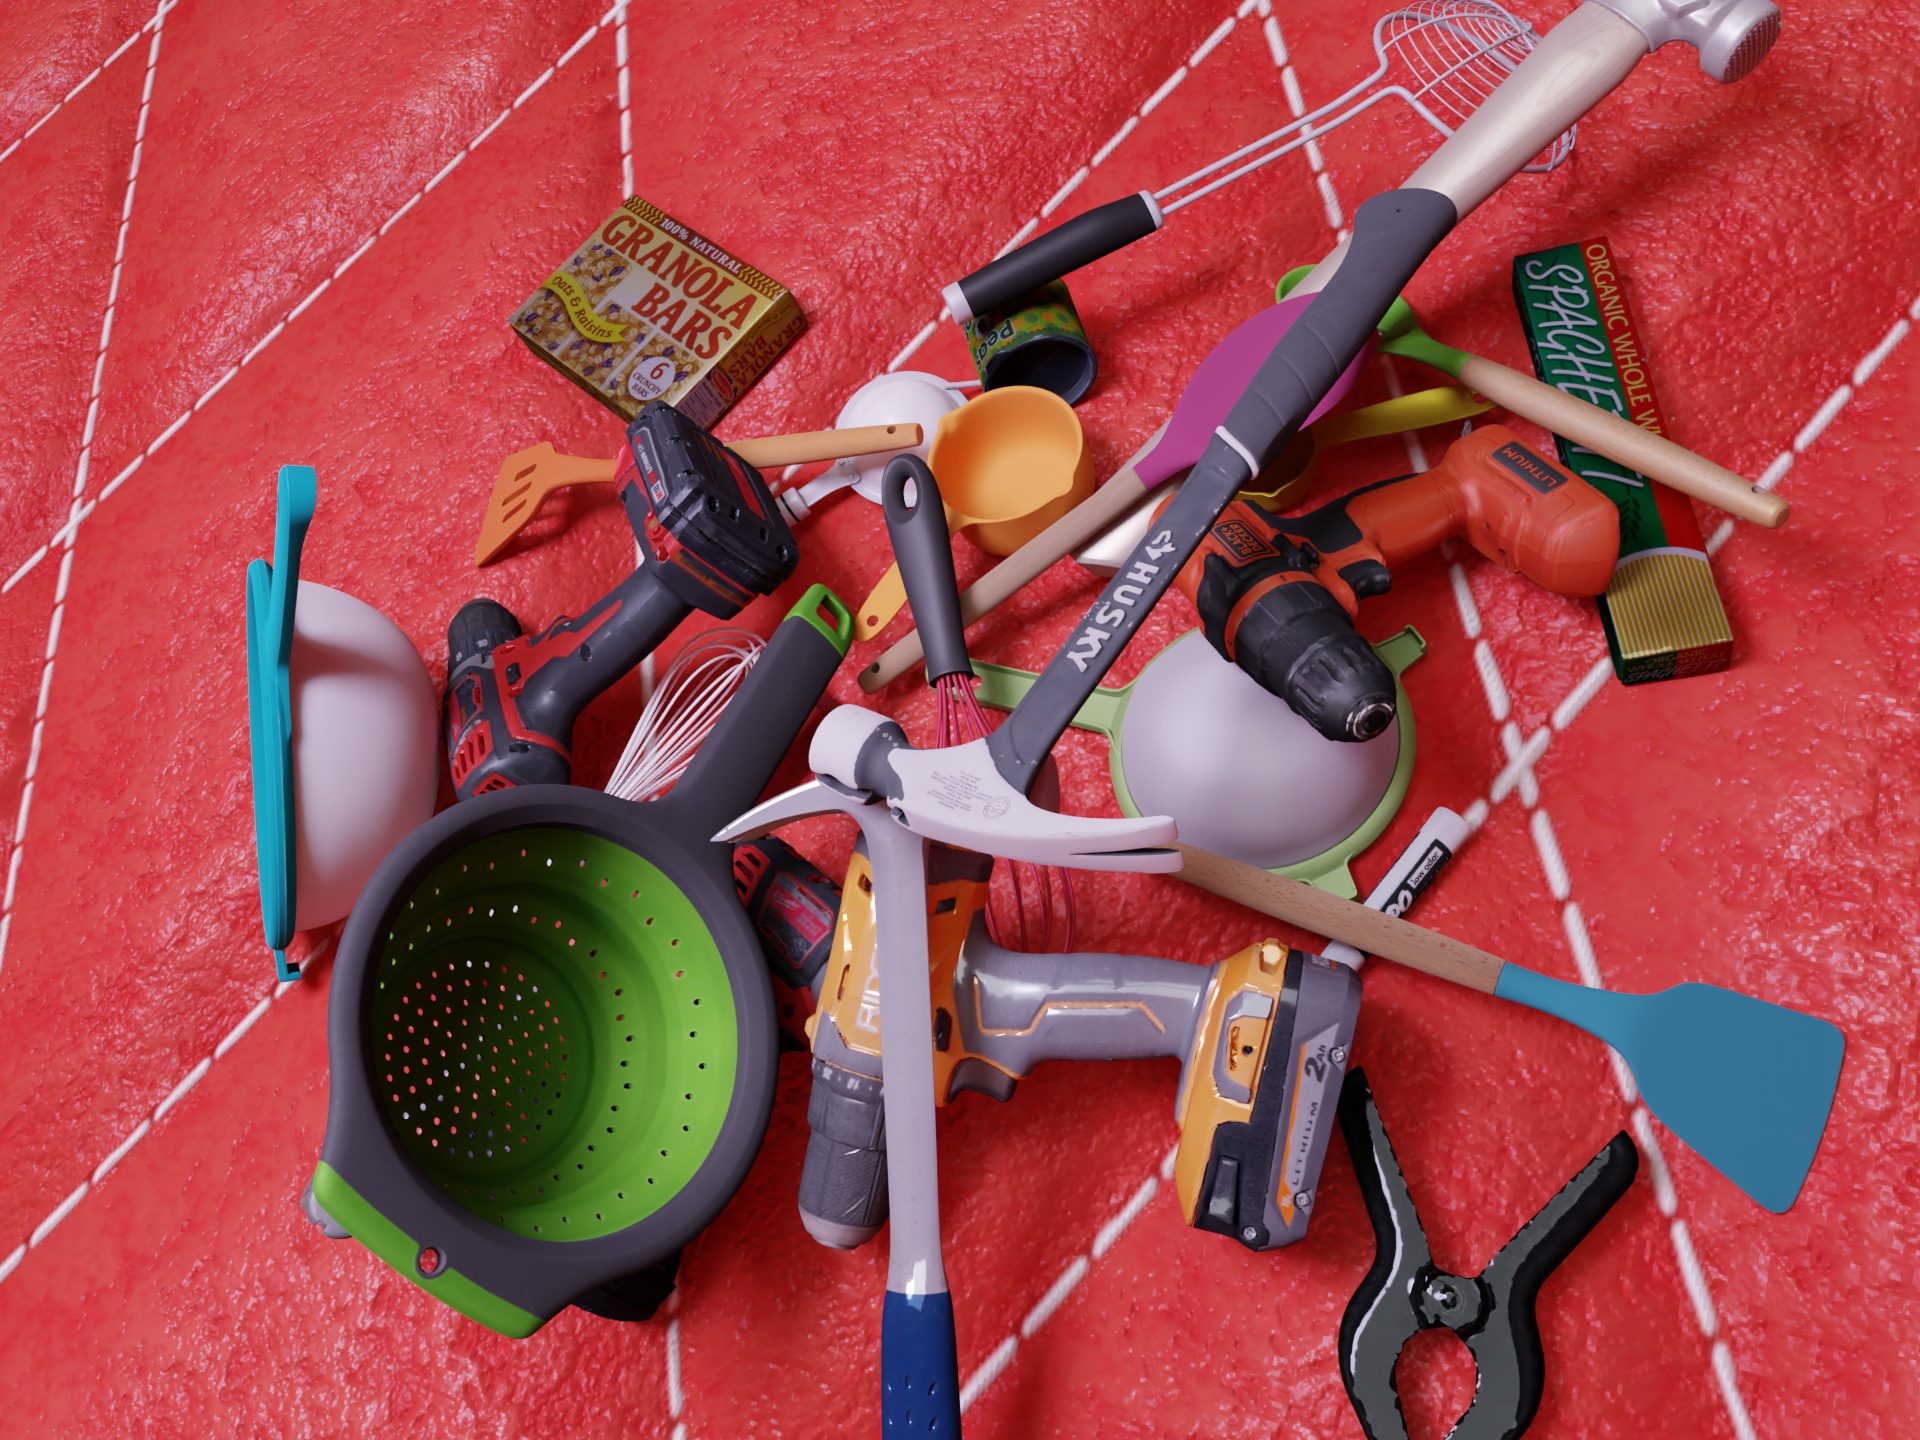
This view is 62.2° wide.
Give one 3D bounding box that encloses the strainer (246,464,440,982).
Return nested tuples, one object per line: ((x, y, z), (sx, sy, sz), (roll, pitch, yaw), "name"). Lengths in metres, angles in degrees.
((-0.315, -0.017, 0.827), (0.095, 0.340, 0.211), (-2, 59, -27), "strainer")

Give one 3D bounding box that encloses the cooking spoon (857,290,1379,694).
((0.072, -0.108, 0.812), (0.319, 0.017, 0.069), (-36, 63, 16), "cooking spoon")

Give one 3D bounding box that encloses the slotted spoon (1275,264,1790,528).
((0.268, -0.163, 0.782), (0.070, 0.031, 0.314), (-24, 41, -20), "slotted spoon")

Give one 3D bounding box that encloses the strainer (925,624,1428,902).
((0.092, -0.010, 0.783), (0.256, 0.069, 0.151), (13, 70, 23), "strainer")

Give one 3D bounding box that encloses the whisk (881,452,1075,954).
((-0.001, -0.003, 0.792), (0.073, 0.073, 0.296), (-16, 71, 11), "whisk")

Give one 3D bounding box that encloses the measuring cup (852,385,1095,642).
((0.005, -0.101, 0.871), (0.095, 0.052, 0.173), (34, 82, 30), "measuring cup")

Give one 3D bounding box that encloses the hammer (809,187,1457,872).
((0.112, -0.100, 0.672), (0.149, 0.036, 0.409), (21, 60, 30), "hammer")

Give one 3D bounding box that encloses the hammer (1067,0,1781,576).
((0.198, -0.235, 0.806), (0.410, 0.038, 0.146), (-44, 64, 11), "hammer")

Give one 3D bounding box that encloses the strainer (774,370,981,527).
((-0.089, -0.130, 0.927), (0.258, 0.050, 0.087), (-34, 73, 5), "strainer")

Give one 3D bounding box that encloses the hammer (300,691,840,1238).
((-0.193, 0.110, 0.819), (0.036, 0.149, 0.359), (44, 71, -7), "hammer")

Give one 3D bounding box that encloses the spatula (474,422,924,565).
((-0.166, -0.147, 0.941), (0.322, 0.041, 0.081), (-3, 65, 24), "spatula")

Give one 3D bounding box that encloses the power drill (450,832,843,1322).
((-0.122, 0.171, 0.767), (0.143, 0.078, 0.220), (37, 77, 30), "power drill")

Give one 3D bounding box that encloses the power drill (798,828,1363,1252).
((0.041, 0.158, 0.683), (0.226, 0.084, 0.185), (14, 90, 12), "power drill")

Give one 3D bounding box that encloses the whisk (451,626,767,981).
((-0.190, 0.047, 0.871), (0.246, 0.059, 0.058), (-49, 16, -4), "whisk")

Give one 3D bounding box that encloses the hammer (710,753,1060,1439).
((-0.023, 0.217, 0.641), (0.144, 0.035, 0.405), (-4, 86, 16), "hammer")

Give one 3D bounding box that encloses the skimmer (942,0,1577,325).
((0.164, -0.291, 0.880), (0.363, 0.090, 0.127), (-26, 67, 4), "skimmer")

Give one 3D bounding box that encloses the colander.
((-0.157, 0.081, 0.733), (0.094, 0.204, 0.397), (-25, 28, 43), "colander")

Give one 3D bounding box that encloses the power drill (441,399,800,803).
((-0.206, -0.065, 0.879), (0.226, 0.080, 0.188), (-45, 39, 13), "power drill")

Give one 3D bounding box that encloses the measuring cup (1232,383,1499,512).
((0.209, -0.148, 0.838), (0.156, 0.029, 0.062), (-12, 61, 10), "measuring cup")

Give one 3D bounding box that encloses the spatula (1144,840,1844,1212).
((0.209, 0.107, 0.694), (0.318, 0.044, 0.082), (20, 74, 25), "spatula")
